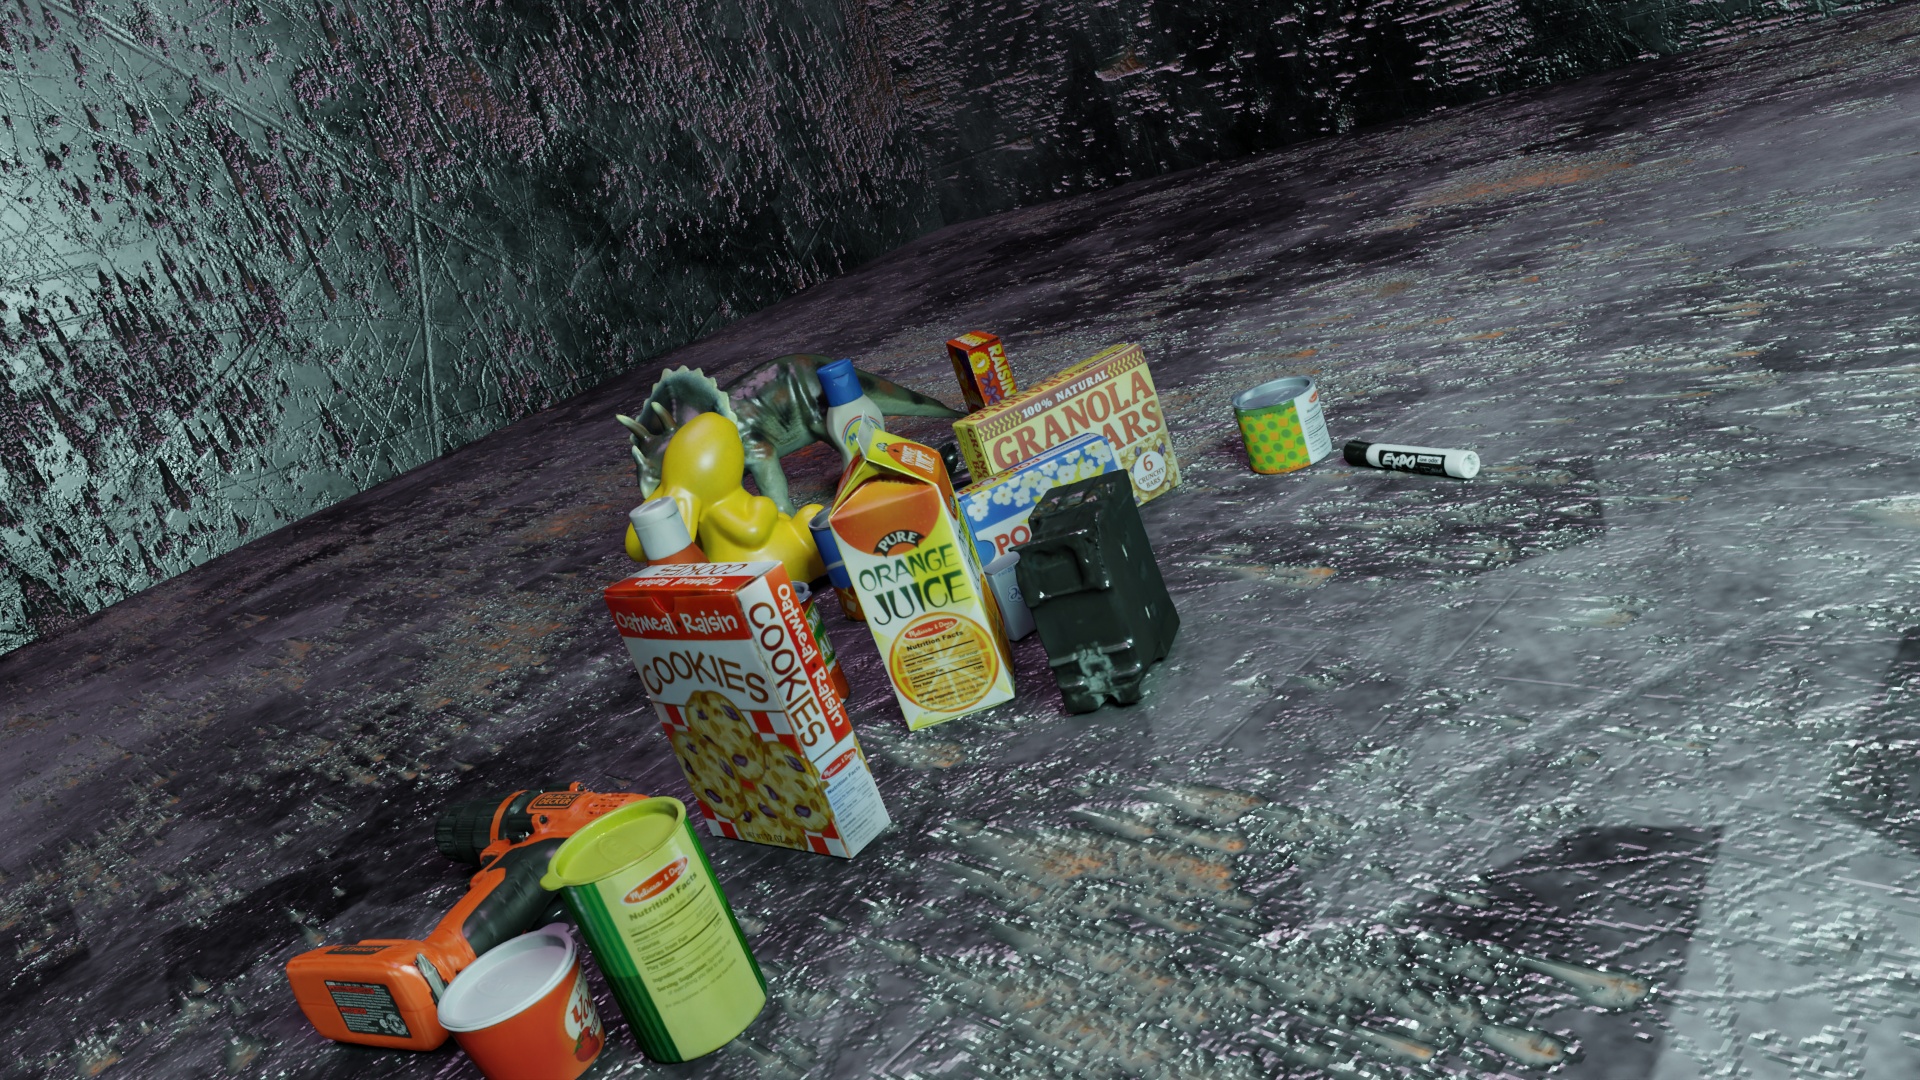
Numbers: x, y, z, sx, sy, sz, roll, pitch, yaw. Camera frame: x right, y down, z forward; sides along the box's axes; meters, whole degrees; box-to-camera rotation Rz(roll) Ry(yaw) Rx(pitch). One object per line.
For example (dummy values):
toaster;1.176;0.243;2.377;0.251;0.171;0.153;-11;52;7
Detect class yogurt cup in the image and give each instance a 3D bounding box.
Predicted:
yogurt cup;-0.205;0.228;0.661;0.072;0.053;0.072;-18;17;6

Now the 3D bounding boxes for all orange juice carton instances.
orange juice carton;-0.029;0.014;0.876;0.073;0.192;0.072;-18;17;7

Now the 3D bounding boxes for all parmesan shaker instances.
parmesan shaker;-0.142;0.182;0.646;0.071;0.102;0.071;-18;17;6

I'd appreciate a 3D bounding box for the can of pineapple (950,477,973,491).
can of pineapple;0.004;-0.014;1.146;0.071;0.057;0.071;-18;17;6

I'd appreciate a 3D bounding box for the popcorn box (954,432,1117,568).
popcorn box;0.063;-0.019;1.049;0.127;0.085;0.038;-24;18;-13

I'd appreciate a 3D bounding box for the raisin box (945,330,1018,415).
raisin box;0.031;-0.145;1.396;0.040;0.123;0.086;-23;17;-8

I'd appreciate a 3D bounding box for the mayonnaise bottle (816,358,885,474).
mayonnaise bottle;-0.101;-0.105;1.380;0.065;0.147;0.041;-24;18;-12

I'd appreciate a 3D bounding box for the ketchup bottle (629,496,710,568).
ketchup bottle;-0.209;0.040;1.065;0.043;0.148;0.065;-12;19;25

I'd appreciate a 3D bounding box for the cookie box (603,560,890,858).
cookie box;-0.122;0.094;0.781;0.123;0.167;0.040;-3;24;43

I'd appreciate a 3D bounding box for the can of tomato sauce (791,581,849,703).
can of tomato sauce;-0.119;0.079;0.960;0.071;0.083;0.071;-18;17;6

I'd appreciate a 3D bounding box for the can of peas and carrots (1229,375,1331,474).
can of peas and carrots;0.253;-0.091;1.103;0.071;0.058;0.071;-18;17;6

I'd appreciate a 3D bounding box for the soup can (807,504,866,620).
soup can;-0.078;0.013;1.111;0.071;0.083;0.071;-18;17;6

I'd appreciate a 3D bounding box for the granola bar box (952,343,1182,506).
granola bar box;0.089;-0.069;1.107;0.166;0.124;0.039;-28;19;-23

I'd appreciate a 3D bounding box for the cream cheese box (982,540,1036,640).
cream cheese box;0.064;0.023;0.976;0.104;0.053;0.024;-29;19;-27
